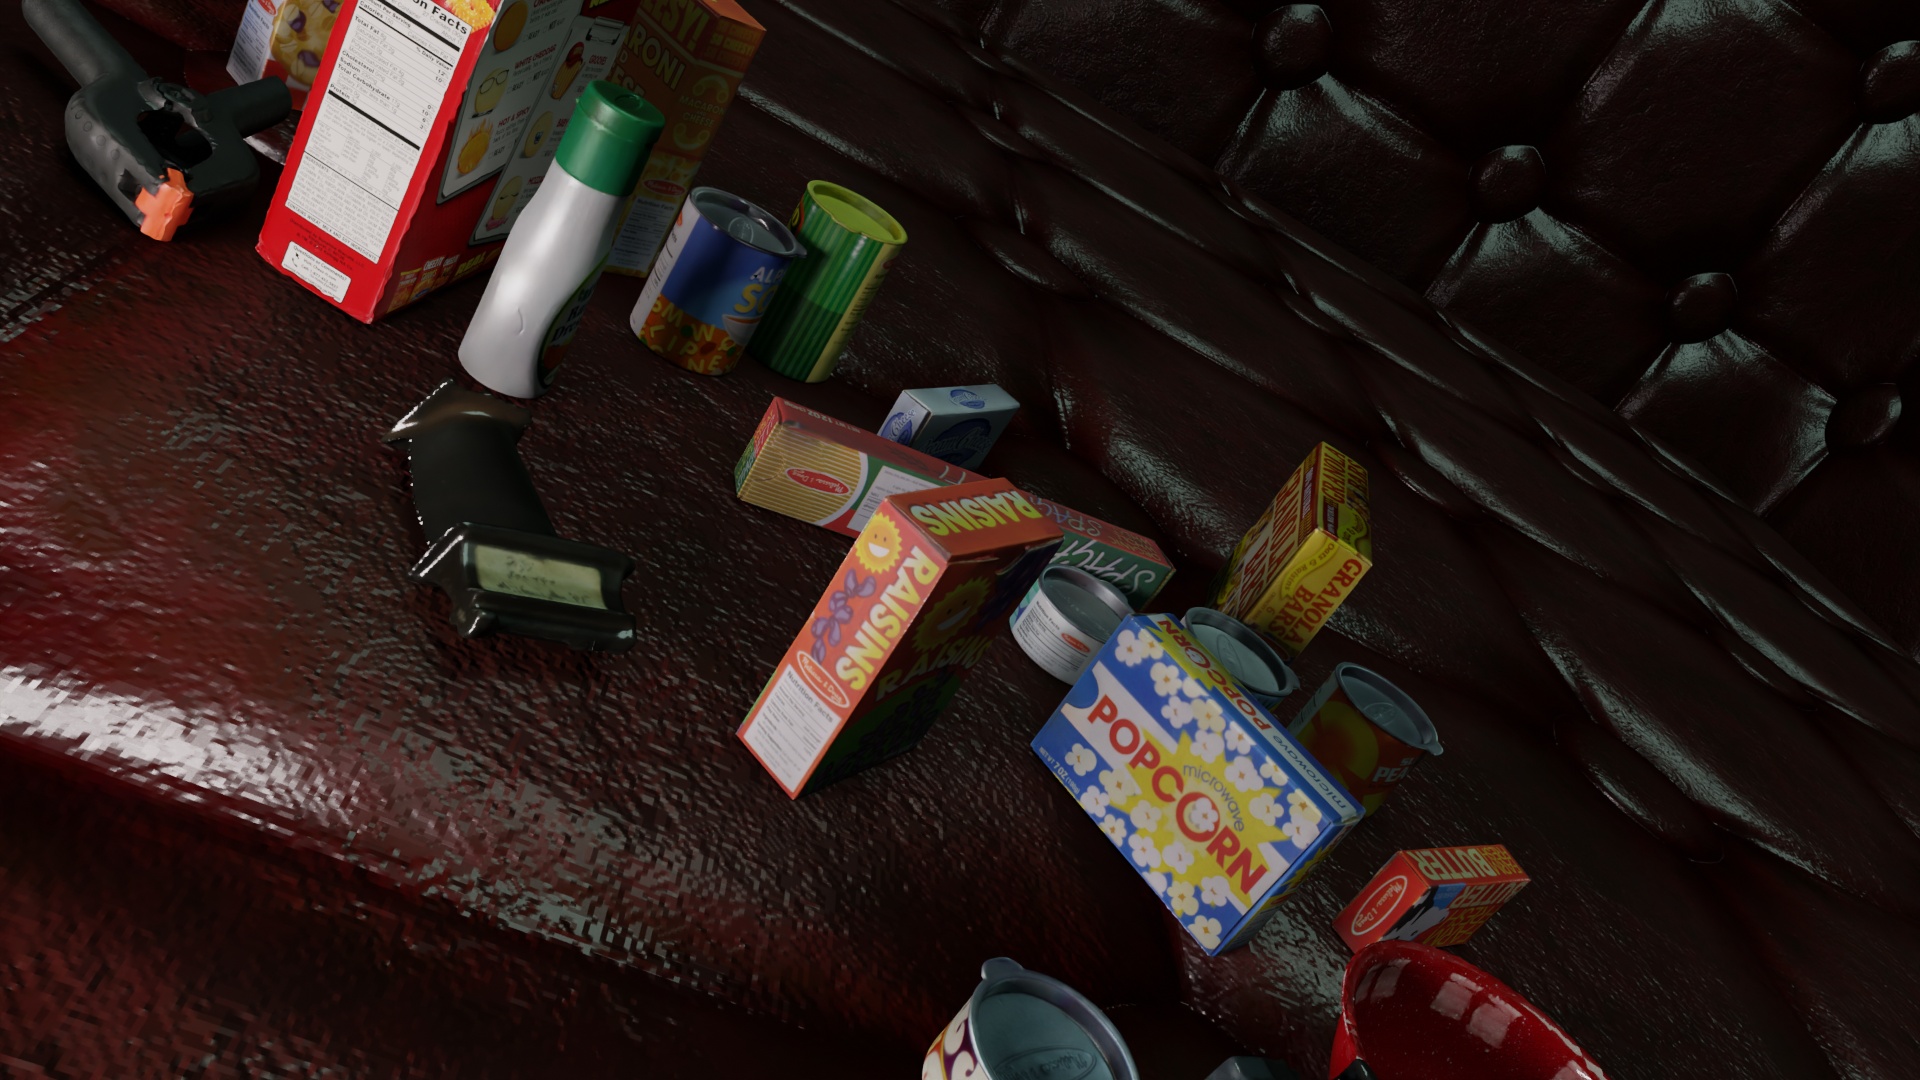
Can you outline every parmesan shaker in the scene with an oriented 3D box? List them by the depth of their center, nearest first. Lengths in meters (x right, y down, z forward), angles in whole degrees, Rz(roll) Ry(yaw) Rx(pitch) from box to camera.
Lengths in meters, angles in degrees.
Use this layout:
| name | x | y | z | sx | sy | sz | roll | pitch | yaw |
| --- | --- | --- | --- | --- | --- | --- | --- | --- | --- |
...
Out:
| name | x | y | z | sx | sy | sz | roll | pitch | yaw |
| --- | --- | --- | --- | --- | --- | --- | --- | --- | --- |
| parmesan shaker | -0.086 | -0.153 | 0.833 | 0.071 | 0.102 | 0.071 | 27 | 25 | -14 |

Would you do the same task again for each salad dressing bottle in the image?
| name | x | y | z | sx | sy | sz | roll | pitch | yaw |
| --- | --- | --- | --- | --- | --- | --- | --- | --- | --- |
| salad dressing bottle | -0.182 | -0.136 | 0.634 | 0.044 | 0.147 | 0.064 | 29 | 25 | -9 |

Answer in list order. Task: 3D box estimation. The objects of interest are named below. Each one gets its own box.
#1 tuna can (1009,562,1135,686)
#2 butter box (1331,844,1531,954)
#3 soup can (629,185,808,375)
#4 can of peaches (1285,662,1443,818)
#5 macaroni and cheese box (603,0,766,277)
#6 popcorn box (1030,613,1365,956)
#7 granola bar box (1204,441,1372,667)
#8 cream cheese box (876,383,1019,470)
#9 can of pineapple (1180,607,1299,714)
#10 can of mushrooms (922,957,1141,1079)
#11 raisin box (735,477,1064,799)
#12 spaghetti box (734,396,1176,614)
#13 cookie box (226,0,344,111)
| name | x | y | z | sx | sy | sz | roll | pitch | yaw |
| --- | --- | --- | --- | --- | --- | --- | --- | --- | --- |
| tuna can | 0.062 | 0.045 | 0.733 | 0.071 | 0.032 | 0.071 | 27 | 26 | -14 |
| butter box | 0.229 | 0.174 | 0.673 | 0.103 | 0.053 | 0.024 | 9 | 34 | -42 |
| soup can | -0.136 | -0.143 | 0.777 | 0.071 | 0.083 | 0.072 | 27 | 25 | -14 |
| can of peaches | 0.220 | 0.112 | 0.768 | 0.071 | 0.057 | 0.071 | 27 | 25 | -14 |
| macaroni and cheese box | -0.196 | -0.259 | 0.819 | 0.040 | 0.165 | 0.124 | -2 | 42 | -52 |
| popcorn box | 0.101 | 0.104 | 0.609 | 0.038 | 0.085 | 0.127 | -1 | 41 | -51 |
| granola bar box | 0.189 | 0.021 | 0.818 | 0.039 | 0.123 | 0.166 | 34 | 25 | 1 |
| cream cheese box | -0.010 | -0.064 | 0.819 | 0.024 | 0.053 | 0.104 | 43 | 26 | 19 |
| can of pineapple | 0.130 | 0.079 | 0.723 | 0.071 | 0.057 | 0.071 | 27 | 25 | -14 |
| can of mushrooms | 0.022 | 0.174 | 0.451 | 0.071 | 0.033 | 0.071 | 27 | 26 | -14 |
| raisin box | -0.022 | 0.036 | 0.540 | 0.040 | 0.123 | 0.086 | 44 | 26 | 21 |
| spaghetti box | 0.003 | -0.009 | 0.740 | 0.250 | 0.050 | 0.029 | 19 | 28 | -28 |
| cookie box | -0.319 | -0.317 | 0.777 | 0.040 | 0.166 | 0.123 | 46 | 27 | 25 |
